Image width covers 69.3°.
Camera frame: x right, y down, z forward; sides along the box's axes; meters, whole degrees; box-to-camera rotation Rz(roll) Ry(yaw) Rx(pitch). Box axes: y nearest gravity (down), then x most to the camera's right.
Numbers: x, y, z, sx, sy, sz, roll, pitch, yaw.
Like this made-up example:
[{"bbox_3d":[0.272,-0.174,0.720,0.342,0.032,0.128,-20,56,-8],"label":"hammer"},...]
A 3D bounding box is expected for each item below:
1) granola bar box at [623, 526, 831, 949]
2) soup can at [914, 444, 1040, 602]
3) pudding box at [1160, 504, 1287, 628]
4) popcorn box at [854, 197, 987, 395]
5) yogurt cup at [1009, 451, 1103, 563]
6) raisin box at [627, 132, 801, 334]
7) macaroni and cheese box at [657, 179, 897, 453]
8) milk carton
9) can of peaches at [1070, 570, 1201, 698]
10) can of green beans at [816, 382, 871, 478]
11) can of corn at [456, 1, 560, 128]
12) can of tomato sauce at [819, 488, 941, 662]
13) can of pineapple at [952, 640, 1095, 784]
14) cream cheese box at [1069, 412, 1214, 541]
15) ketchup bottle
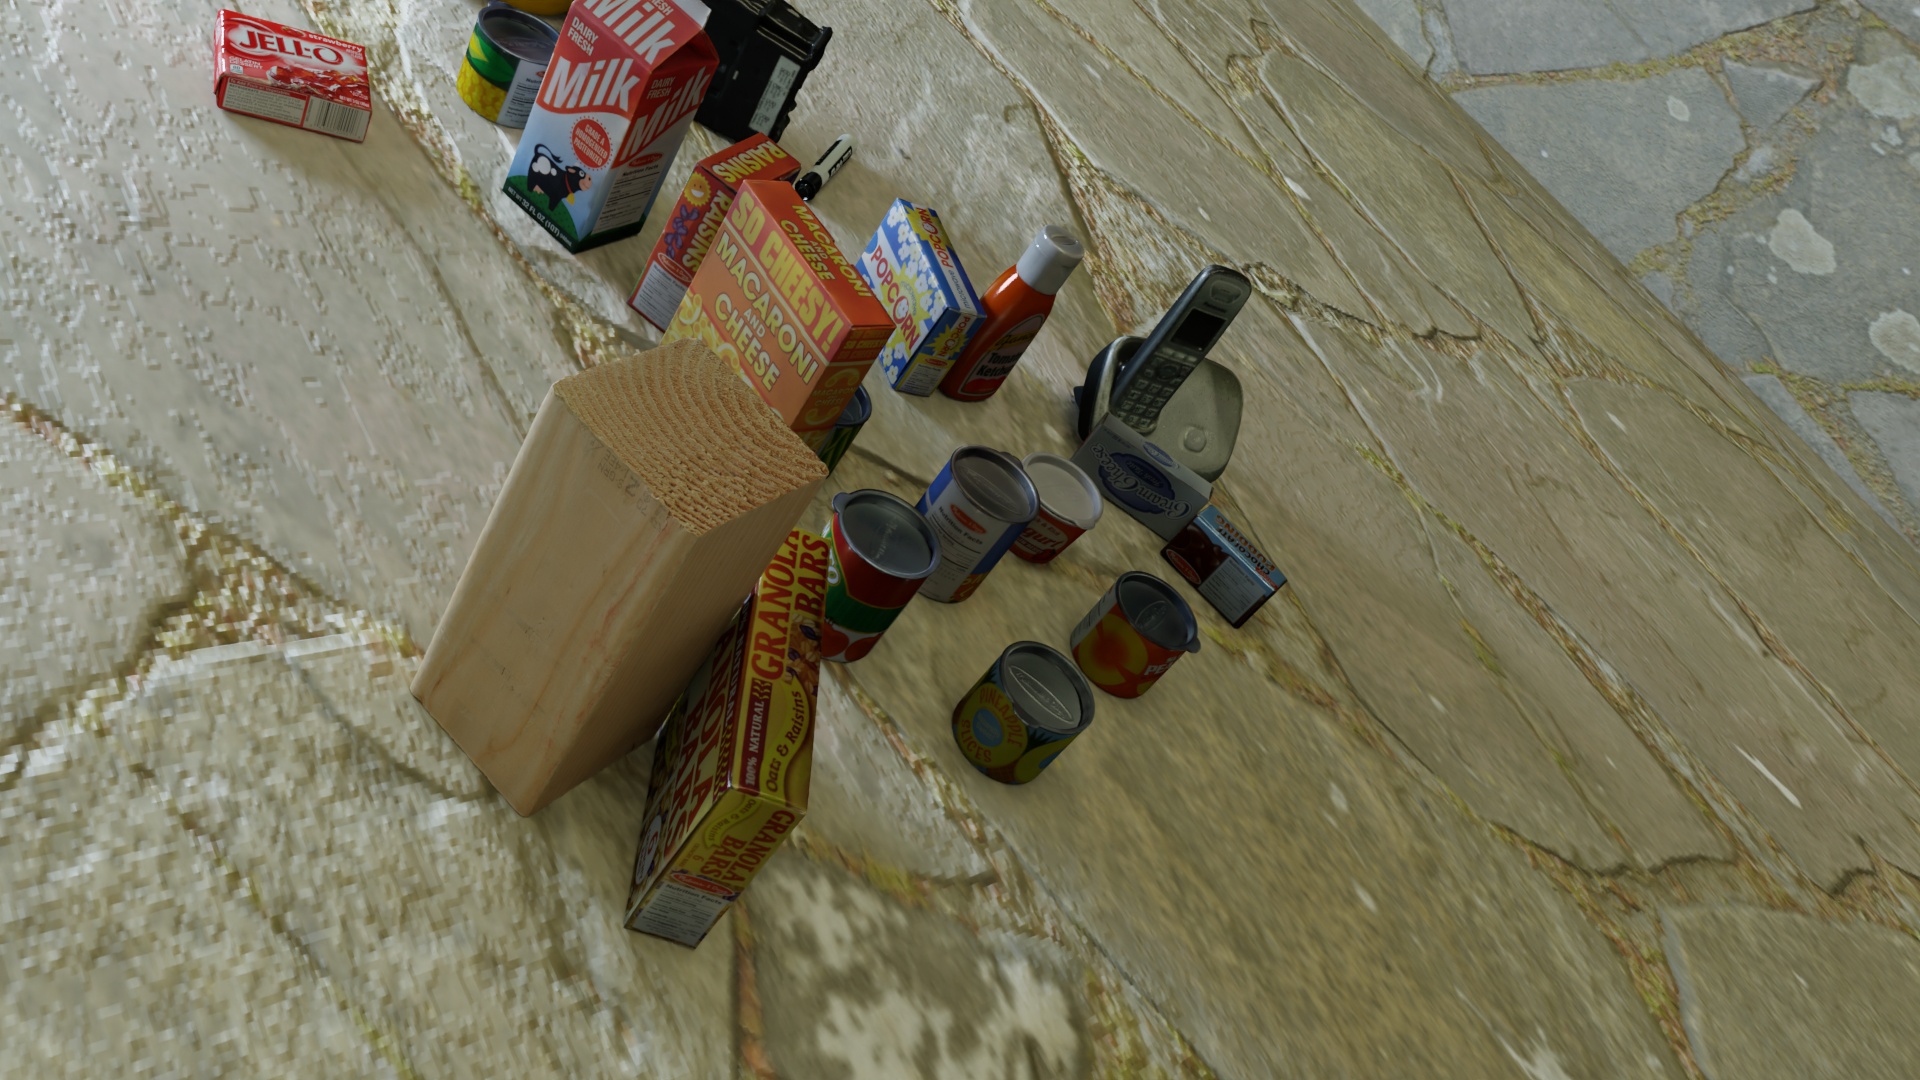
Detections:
[{"bbox_3d":[-0.110,0.088,0.662,0.039,0.123,0.166,23,39,-20],"label":"granola bar box"},{"bbox_3d":[0.003,-0.011,0.897,0.071,0.083,0.072,23,39,-20],"label":"soup can"},{"bbox_3d":[0.201,0.019,1.059,0.084,0.049,0.030,45,37,10],"label":"pudding box"},{"bbox_3d":[-0.035,-0.184,1.050,0.038,0.084,0.127,7,46,-36],"label":"popcorn box"},{"bbox_3d":[0.059,-0.021,0.980,0.072,0.053,0.073,23,39,-20],"label":"yogurt cup"},{"bbox_3d":[-0.165,-0.206,0.933,0.040,0.122,0.086,39,36,1],"label":"raisin box"},{"bbox_3d":[-0.119,-0.112,0.833,0.040,0.165,0.124,-12,59,-46],"label":"macaroni and cheese box"},{"bbox_3d":[-0.225,-0.290,0.916,0.072,0.189,0.074,43,36,6],"label":"milk carton"},{"bbox_3d":[0.118,0.065,0.933,0.071,0.057,0.071,23,39,-20],"label":"can of peaches"},{"bbox_3d":[-0.100,-0.079,0.905,0.071,0.057,0.071,23,39,-20],"label":"can of green beans"},{"bbox_3d":[-0.324,-0.342,1.001,0.071,0.058,0.071,23,39,-20],"label":"can of corn"},{"bbox_3d":[-0.061,0.021,0.809,0.071,0.082,0.071,23,39,-20],"label":"can of tomato sauce"},{"bbox_3d":[0.036,0.103,0.823,0.071,0.057,0.071,23,39,-20],"label":"can of pineapple"},{"bbox_3d":[0.139,-0.049,1.077,0.104,0.053,0.024,34,36,-5],"label":"cream cheese box"},{"bbox_3d":[0.037,-0.170,1.043,0.065,0.148,0.043,-12,59,-46],"label":"ketchup bottle"}]
